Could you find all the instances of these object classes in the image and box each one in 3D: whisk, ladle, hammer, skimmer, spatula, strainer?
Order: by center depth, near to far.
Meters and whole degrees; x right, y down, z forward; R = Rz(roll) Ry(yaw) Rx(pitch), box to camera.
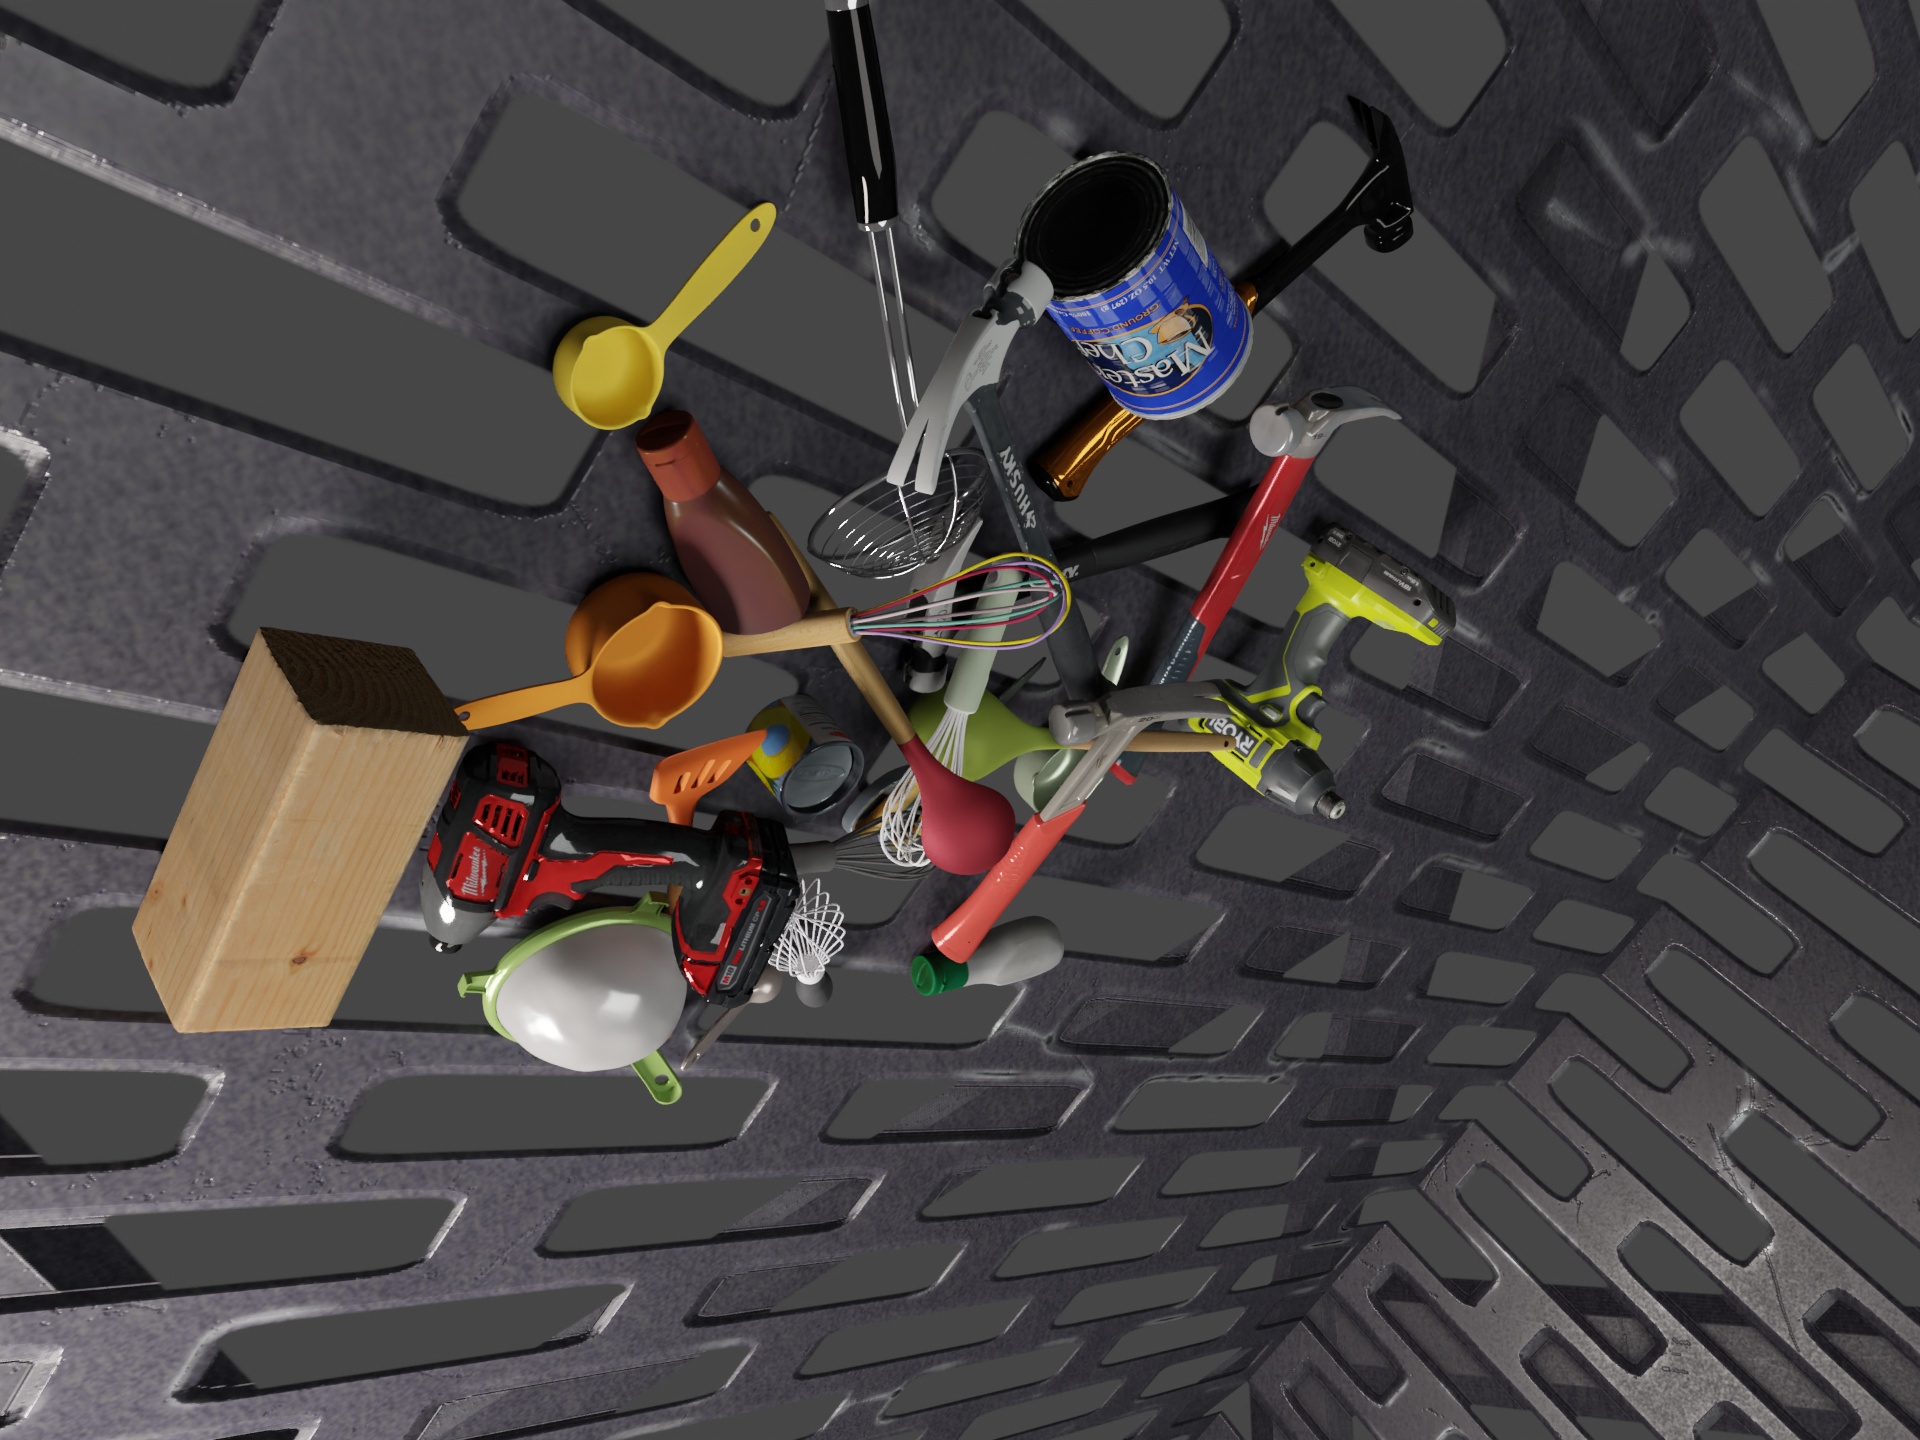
[{"bbox_3d":[-0.052,-0.237,0.921,0.127,0.090,0.363,-23,129,-19],"label":"skimmer"},{"bbox_3d":[-0.046,-0.065,0.968,0.047,0.245,0.051,65,32,-35],"label":"whisk"},{"bbox_3d":[0.051,-0.101,1.042,0.149,0.036,0.408,-59,151,-20],"label":"hammer"},{"bbox_3d":[-0.048,-0.009,1.053,0.069,0.031,0.315,-34,118,-3],"label":"ladle"},{"bbox_3d":[0.178,-0.277,1.097,0.337,0.034,0.127,-42,145,-2],"label":"hammer"},{"bbox_3d":[-0.002,-0.004,1.114,0.059,0.058,0.246,8,113,-29],"label":"whisk"},{"bbox_3d":[-0.196,0.125,1.130,0.081,0.041,0.322,-17,137,-33],"label":"spatula"},{"bbox_3d":[-0.242,0.234,1.148,0.151,0.069,0.256,-24,140,-7],"label":"strainer"},{"bbox_3d":[-0.097,0.097,1.152,0.238,0.055,0.055,-2,127,-44],"label":"whisk"},{"bbox_3d":[0.105,-0.127,1.175,0.334,0.035,0.146,-19,138,-30],"label":"hammer"},{"bbox_3d":[-0.114,0.180,1.196,0.070,0.070,0.284,-34,163,-13],"label":"whisk"},{"bbox_3d":[0.095,0.013,1.251,0.320,0.062,0.078,2,99,-38],"label":"ladle"},{"bbox_3d":[0.210,-0.095,1.260,0.143,0.038,0.386,-17,145,-39],"label":"hammer"},{"bbox_3d":[0.071,0.090,1.265,0.149,0.037,0.359,-6,147,-31],"label":"hammer"}]

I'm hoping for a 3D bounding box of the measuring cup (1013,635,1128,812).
[{"bbox_3d":[0.093,-0.001,1.292,0.083,0.038,0.167,1,118,-42],"label":"measuring cup"}]

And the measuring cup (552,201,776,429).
[{"bbox_3d":[-0.157,-0.222,0.847,0.156,0.029,0.062,-51,145,-11],"label":"measuring cup"}]

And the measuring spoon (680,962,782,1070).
[{"bbox_3d":[-0.174,0.234,1.235,0.124,0.018,0.034,-45,157,-47],"label":"measuring spoon"}]

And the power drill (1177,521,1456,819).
[{"bbox_3d":[0.307,-0.038,1.346,0.080,0.171,0.223,20,107,-51],"label":"power drill"}]

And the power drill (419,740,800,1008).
[{"bbox_3d":[-0.225,0.104,1.005,0.219,0.079,0.143,17,114,-24],"label":"power drill"}]

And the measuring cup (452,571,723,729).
[{"bbox_3d":[-0.228,-0.035,0.934,0.173,0.052,0.095,-18,137,-29],"label":"measuring cup"}]
